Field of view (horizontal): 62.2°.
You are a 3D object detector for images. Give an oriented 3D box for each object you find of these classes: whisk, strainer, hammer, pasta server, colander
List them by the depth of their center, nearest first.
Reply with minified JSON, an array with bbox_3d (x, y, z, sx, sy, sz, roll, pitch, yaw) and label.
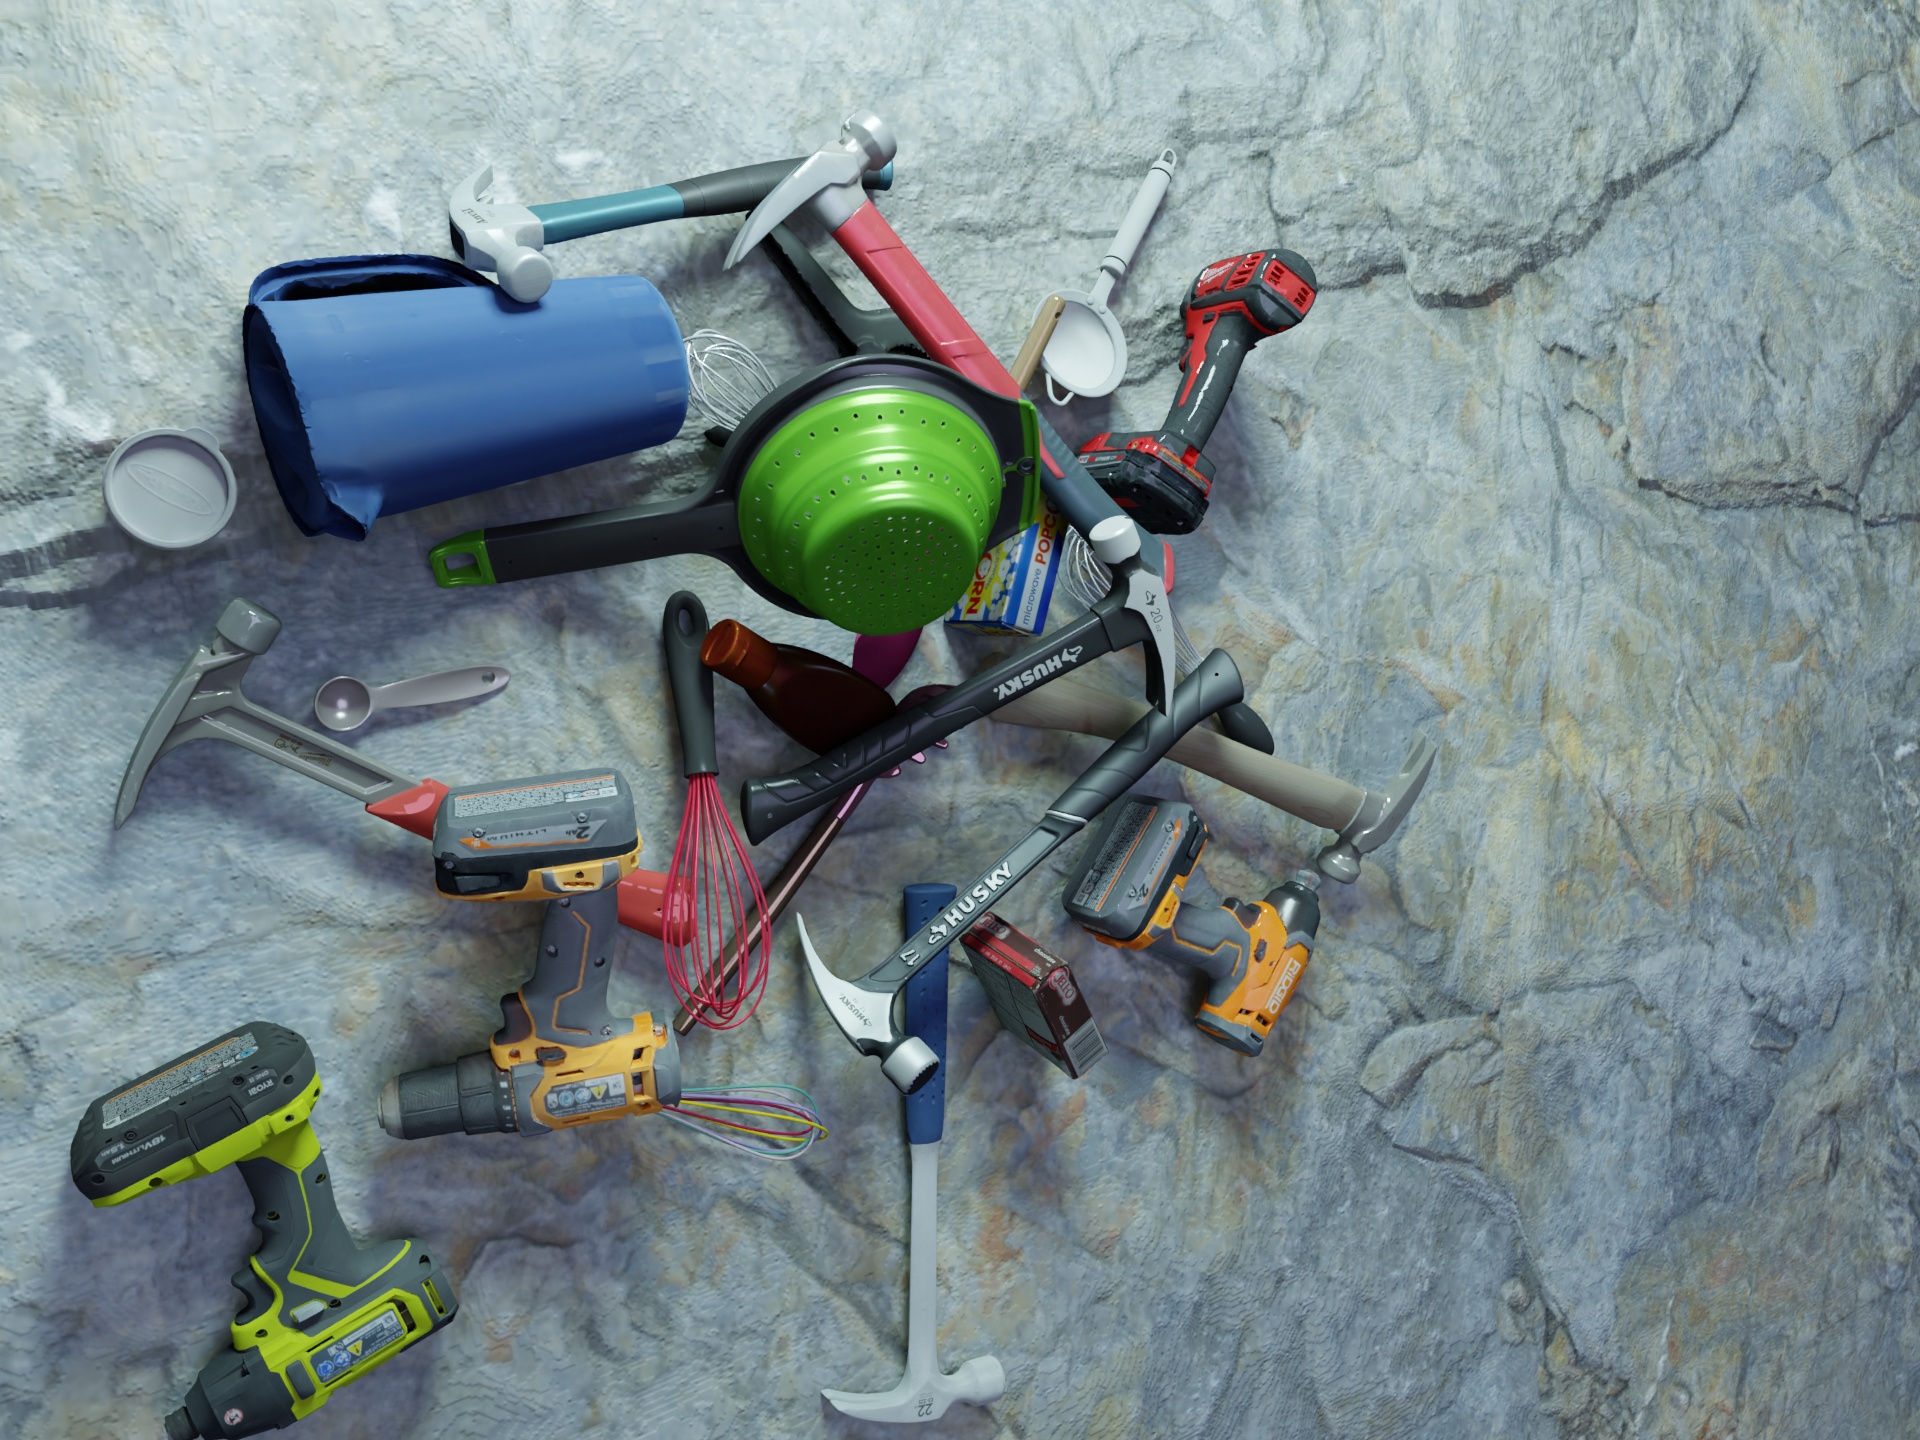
[{"bbox_3d":[-0.324,0.070,0.999,0.358,0.037,0.149,31,92,-30],"label":"hammer"},{"bbox_3d":[-0.131,-0.108,1.005,0.397,0.095,0.204,-10,135,-8],"label":"colander"},{"bbox_3d":[-0.175,-0.338,1.033,0.331,0.128,0.033,-24,140,-35],"label":"hammer"},{"bbox_3d":[-0.170,0.055,1.053,0.073,0.073,0.296,-1,77,-29],"label":"whisk"},{"bbox_3d":[0.012,-0.213,1.080,0.143,0.038,0.386,-49,112,-17],"label":"hammer"},{"bbox_3d":[-0.105,-0.181,1.081,0.246,0.059,0.058,39,42,-44],"label":"whisk"},{"bbox_3d":[-0.200,0.259,1.087,0.244,0.047,0.051,20,85,-26],"label":"whisk"},{"bbox_3d":[-0.002,-0.004,1.103,0.335,0.035,0.146,-28,118,-6],"label":"hammer"},{"bbox_3d":[-0.099,0.095,1.135,0.316,0.040,0.060,-54,158,-14],"label":"pasta server"},{"bbox_3d":[0.059,0.082,1.160,0.409,0.149,0.036,-41,156,-18],"label":"hammer"},{"bbox_3d":[-0.031,0.326,1.189,0.144,0.035,0.405,-1,94,-30],"label":"hammer"},{"bbox_3d":[0.114,-0.340,1.225,0.086,0.050,0.258,33,72,-20],"label":"strainer"},{"bbox_3d":[0.173,-0.059,1.270,0.284,0.070,0.070,45,72,-29],"label":"whisk"},{"bbox_3d":[0.198,0.017,1.273,0.410,0.038,0.146,20,112,-26],"label":"hammer"}]

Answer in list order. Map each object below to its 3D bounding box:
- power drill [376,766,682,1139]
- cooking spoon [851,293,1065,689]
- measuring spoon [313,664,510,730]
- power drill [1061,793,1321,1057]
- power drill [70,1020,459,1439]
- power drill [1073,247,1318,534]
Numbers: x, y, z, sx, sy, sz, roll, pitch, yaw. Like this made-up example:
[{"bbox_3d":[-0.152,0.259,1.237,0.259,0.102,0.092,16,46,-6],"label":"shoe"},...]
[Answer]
[{"bbox_3d":[-0.274,0.154,0.979,0.185,0.084,0.226,-8,110,-15],"label":"power drill"},{"bbox_3d":[0.002,-0.166,1.156,0.068,0.017,0.319,29,87,-53],"label":"cooking spoon"},{"bbox_3d":[-0.346,-0.020,1.004,0.124,0.018,0.034,-13,110,-35],"label":"measuring spoon"},{"bbox_3d":[0.202,0.152,1.286,0.226,0.084,0.164,40,74,-30],"label":"power drill"},{"bbox_3d":[-0.423,0.310,0.946,0.171,0.080,0.223,-27,109,-25],"label":"power drill"},{"bbox_3d":[0.173,-0.254,1.214,0.078,0.143,0.220,32,84,-24],"label":"power drill"}]
